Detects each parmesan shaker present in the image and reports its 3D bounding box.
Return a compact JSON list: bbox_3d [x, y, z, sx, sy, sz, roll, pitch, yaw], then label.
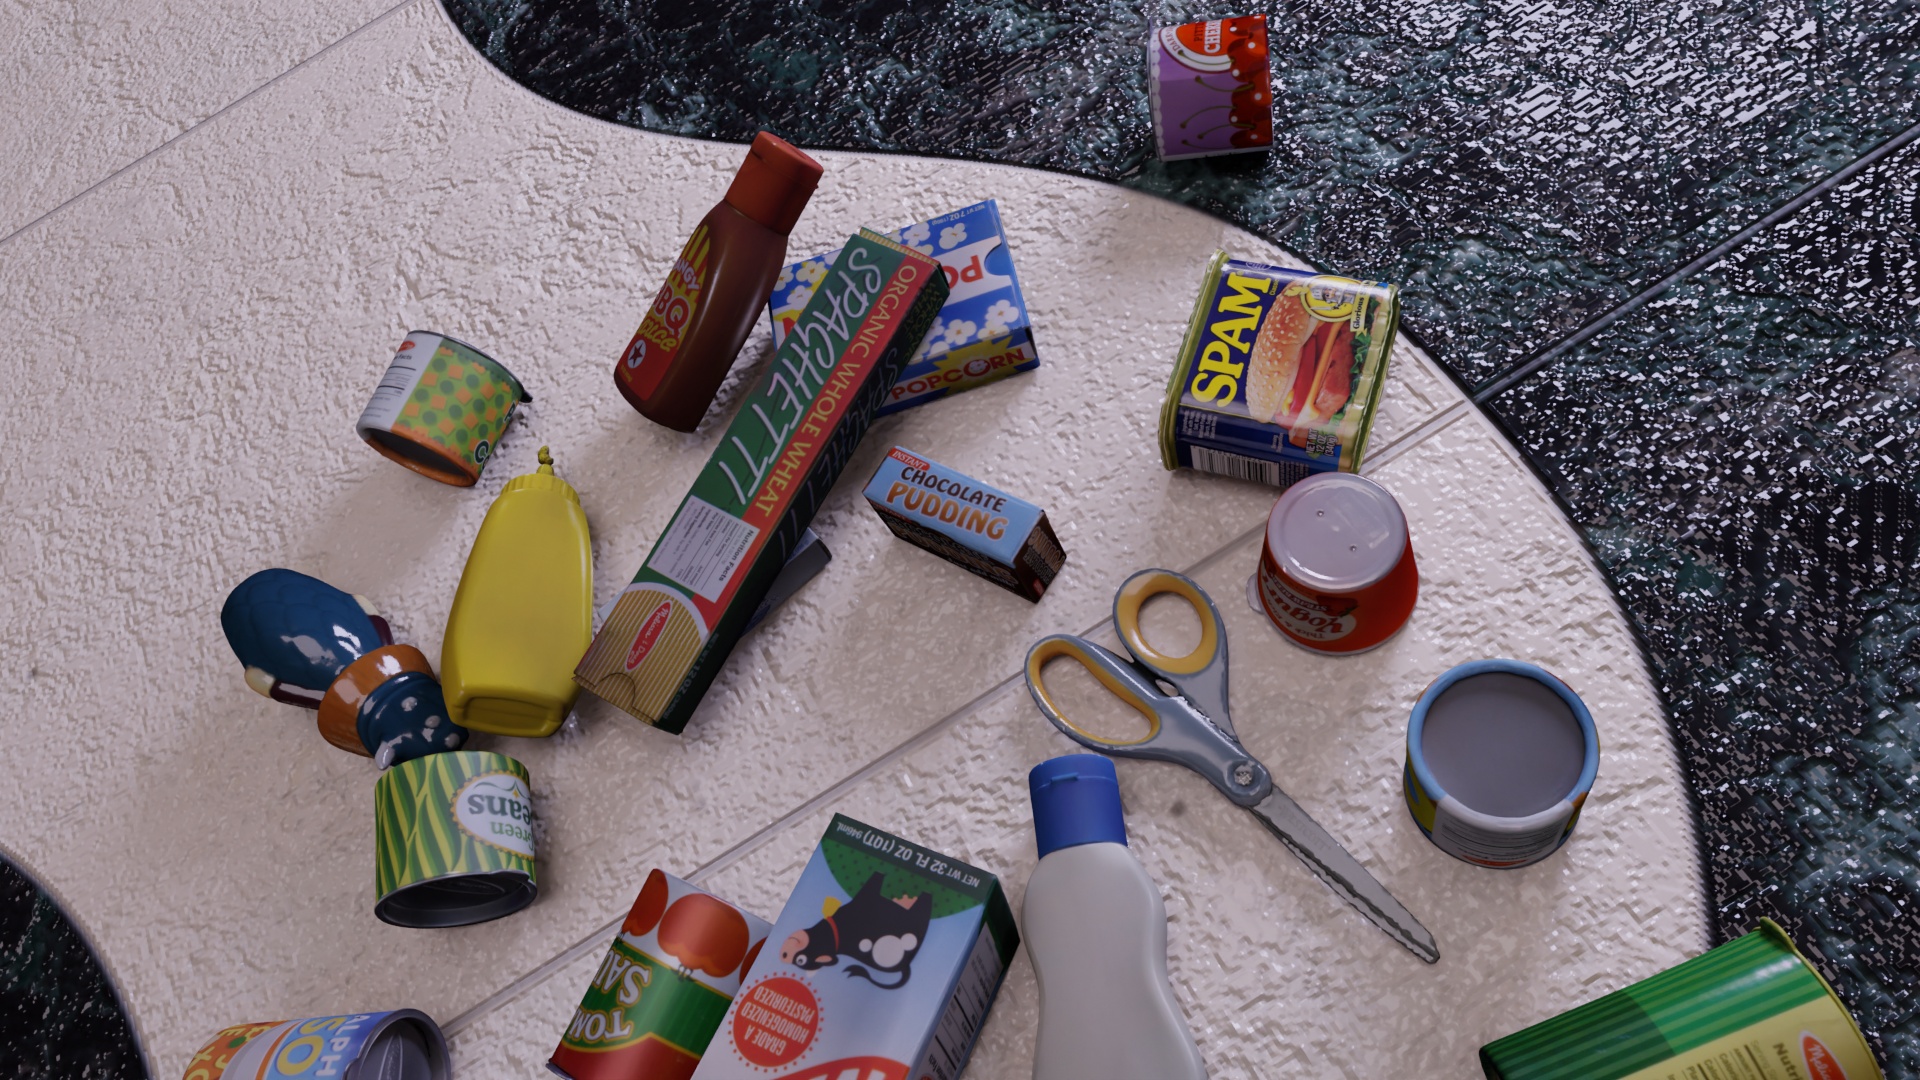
[{"bbox_3d":[0.233,0.177,0.458,0.103,0.071,0.071,-24,60,4],"label":"parmesan shaker"}]

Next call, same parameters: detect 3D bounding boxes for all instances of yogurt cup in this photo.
[{"bbox_3d":[0.156,0.007,0.575,0.072,0.053,0.072,-6,63,12],"label":"yogurt cup"}]

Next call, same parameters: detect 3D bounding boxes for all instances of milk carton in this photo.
[{"bbox_3d":[-0.052,0.206,0.504,0.072,0.073,0.191,16,59,21],"label":"milk carton"}]

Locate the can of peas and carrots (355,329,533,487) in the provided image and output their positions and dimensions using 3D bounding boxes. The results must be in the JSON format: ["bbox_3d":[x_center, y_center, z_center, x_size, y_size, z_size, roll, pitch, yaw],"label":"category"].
[{"bbox_3d":[-0.270,-0.067,0.729,0.071,0.070,0.059,13,69,22],"label":"can of peas and carrots"}]

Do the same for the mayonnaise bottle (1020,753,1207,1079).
[{"bbox_3d":[0.053,0.158,0.535,0.065,0.041,0.149,-13,60,12],"label":"mayonnaise bottle"}]

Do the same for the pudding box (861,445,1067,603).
[{"bbox_3d":[0.002,-0.008,0.629,0.084,0.049,0.030,25,75,25],"label":"pudding box"}]

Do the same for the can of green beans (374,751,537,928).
[{"bbox_3d":[-0.222,0.132,0.612,0.071,0.071,0.058,-18,60,7],"label":"can of green beans"}]

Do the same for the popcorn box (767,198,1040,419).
[{"bbox_3d":[-0.031,-0.111,0.698,0.127,0.038,0.085,-17,59,8],"label":"popcorn box"}]

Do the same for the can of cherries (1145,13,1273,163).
[{"bbox_3d":[0.125,-0.228,0.694,0.058,0.071,0.072,-2,63,15],"label":"can of cherries"}]

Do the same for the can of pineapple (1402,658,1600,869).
[{"bbox_3d":[0.201,0.082,0.521,0.071,0.057,0.071,-7,62,13],"label":"can of pineapple"}]

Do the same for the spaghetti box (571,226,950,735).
[{"bbox_3d":[-0.087,-0.031,0.639,0.050,0.028,0.250,26,78,21],"label":"spaghetti box"}]

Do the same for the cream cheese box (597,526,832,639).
[{"bbox_3d":[-0.117,0.022,0.663,0.104,0.024,0.053,-42,60,-7],"label":"cream cheese box"}]

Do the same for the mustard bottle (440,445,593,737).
[{"bbox_3d":[-0.208,0.017,0.671,0.065,0.048,0.161,14,47,-21],"label":"mustard bottle"}]

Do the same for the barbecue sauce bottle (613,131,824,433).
[{"bbox_3d":[-0.119,-0.130,0.694,0.148,0.043,0.065,-57,41,14],"label":"barbecue sauce bottle"}]

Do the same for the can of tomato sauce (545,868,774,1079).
[{"bbox_3d":[-0.115,0.182,0.554,0.071,0.071,0.083,18,70,23],"label":"can of tomato sauce"}]

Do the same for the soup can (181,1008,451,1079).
[{"bbox_3d":[-0.267,0.230,0.572,0.084,0.071,0.071,-9,62,12],"label":"soup can"}]
